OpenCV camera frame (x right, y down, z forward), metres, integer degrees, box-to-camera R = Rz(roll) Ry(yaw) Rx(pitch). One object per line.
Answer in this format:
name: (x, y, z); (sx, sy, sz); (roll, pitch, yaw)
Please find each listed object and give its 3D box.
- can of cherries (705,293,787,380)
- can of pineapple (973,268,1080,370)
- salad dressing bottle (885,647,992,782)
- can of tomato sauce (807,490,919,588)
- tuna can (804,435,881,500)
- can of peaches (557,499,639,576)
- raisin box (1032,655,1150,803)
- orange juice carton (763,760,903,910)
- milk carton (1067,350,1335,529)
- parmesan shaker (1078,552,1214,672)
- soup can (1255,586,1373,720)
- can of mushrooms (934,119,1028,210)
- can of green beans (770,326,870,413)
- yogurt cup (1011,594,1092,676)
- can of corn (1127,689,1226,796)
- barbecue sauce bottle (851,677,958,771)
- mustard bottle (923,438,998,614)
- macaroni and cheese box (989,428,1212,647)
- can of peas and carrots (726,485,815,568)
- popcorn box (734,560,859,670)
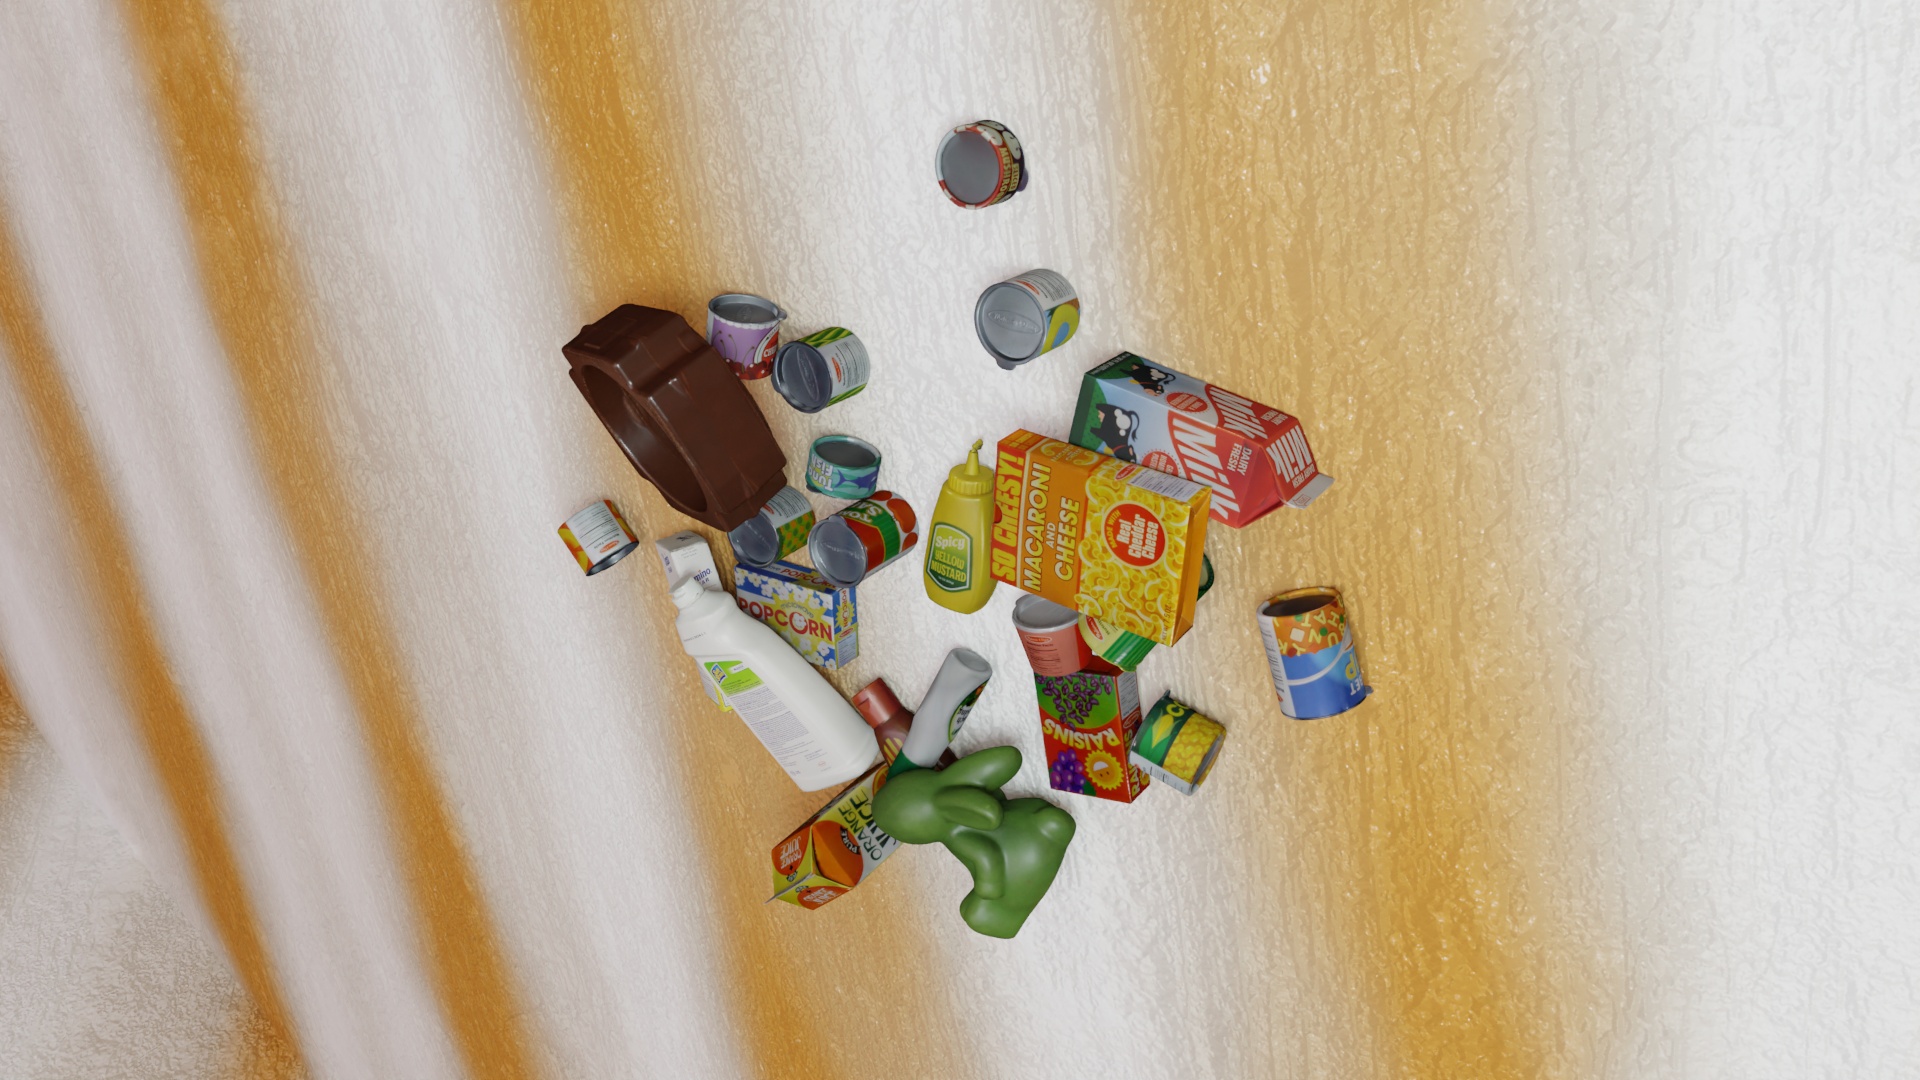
can of cherries: (-0.197, -0.186, 1.271); (0.071, 0.072, 0.058); (27, 124, 23)
can of pineapple: (0.053, -0.176, 1.101); (0.071, 0.058, 0.070); (15, 118, 30)
salad dressing bottle: (-0.022, 0.171, 1.289); (0.044, 0.064, 0.147); (32, 109, 13)
can of tomato sauce: (-0.087, -0.004, 1.261); (0.071, 0.083, 0.071); (15, 118, 30)
tuna can: (-0.108, -0.066, 1.256); (0.071, 0.071, 0.032); (27, 123, 23)
can of peaches: (-0.389, -0.003, 1.489); (0.071, 0.071, 0.058); (-36, 88, 40)
raisin box: (0.115, 0.163, 1.220); (0.086, 0.040, 0.123); (3, 111, 35)
orange juice carton: (-0.110, 0.287, 1.334); (0.071, 0.193, 0.073); (-36, 88, 39)
milk carton: (0.183, -0.071, 1.046); (0.191, 0.073, 0.073); (26, 123, 24)
parmesan shaker: (0.151, 0.049, 1.124); (0.071, 0.071, 0.102); (45, 128, 10)
soup can: (0.270, 0.084, 1.059); (0.071, 0.072, 0.083); (-8, 105, 37)
can of mushrooms: (0.016, -0.294, 1.091); (0.071, 0.033, 0.070); (14, 117, 30)
can of green beans: (-0.123, -0.152, 1.237); (0.071, 0.058, 0.071); (15, 118, 30)
yogurt cup: (0.082, 0.080, 1.192); (0.072, 0.073, 0.053); (5, 121, 34)
can of corn: (0.182, 0.169, 1.158); (0.058, 0.071, 0.070); (28, 124, 22)
barbecue sauce bottle: (-0.048, 0.203, 1.350); (0.064, 0.044, 0.148); (-40, 84, 30)
mustard bottle: (0.004, -0.015, 1.213); (0.065, 0.049, 0.159); (19, 120, 26)
macaroni and cheese box: (0.102, -0.004, 1.063); (0.166, 0.040, 0.123); (20, 124, 28)
can of peas and carrots: (-0.183, -0.012, 1.342); (0.071, 0.059, 0.070); (16, 119, 30)
popcorn box: (-0.163, 0.070, 1.377); (0.127, 0.038, 0.084); (14, 118, 30)
